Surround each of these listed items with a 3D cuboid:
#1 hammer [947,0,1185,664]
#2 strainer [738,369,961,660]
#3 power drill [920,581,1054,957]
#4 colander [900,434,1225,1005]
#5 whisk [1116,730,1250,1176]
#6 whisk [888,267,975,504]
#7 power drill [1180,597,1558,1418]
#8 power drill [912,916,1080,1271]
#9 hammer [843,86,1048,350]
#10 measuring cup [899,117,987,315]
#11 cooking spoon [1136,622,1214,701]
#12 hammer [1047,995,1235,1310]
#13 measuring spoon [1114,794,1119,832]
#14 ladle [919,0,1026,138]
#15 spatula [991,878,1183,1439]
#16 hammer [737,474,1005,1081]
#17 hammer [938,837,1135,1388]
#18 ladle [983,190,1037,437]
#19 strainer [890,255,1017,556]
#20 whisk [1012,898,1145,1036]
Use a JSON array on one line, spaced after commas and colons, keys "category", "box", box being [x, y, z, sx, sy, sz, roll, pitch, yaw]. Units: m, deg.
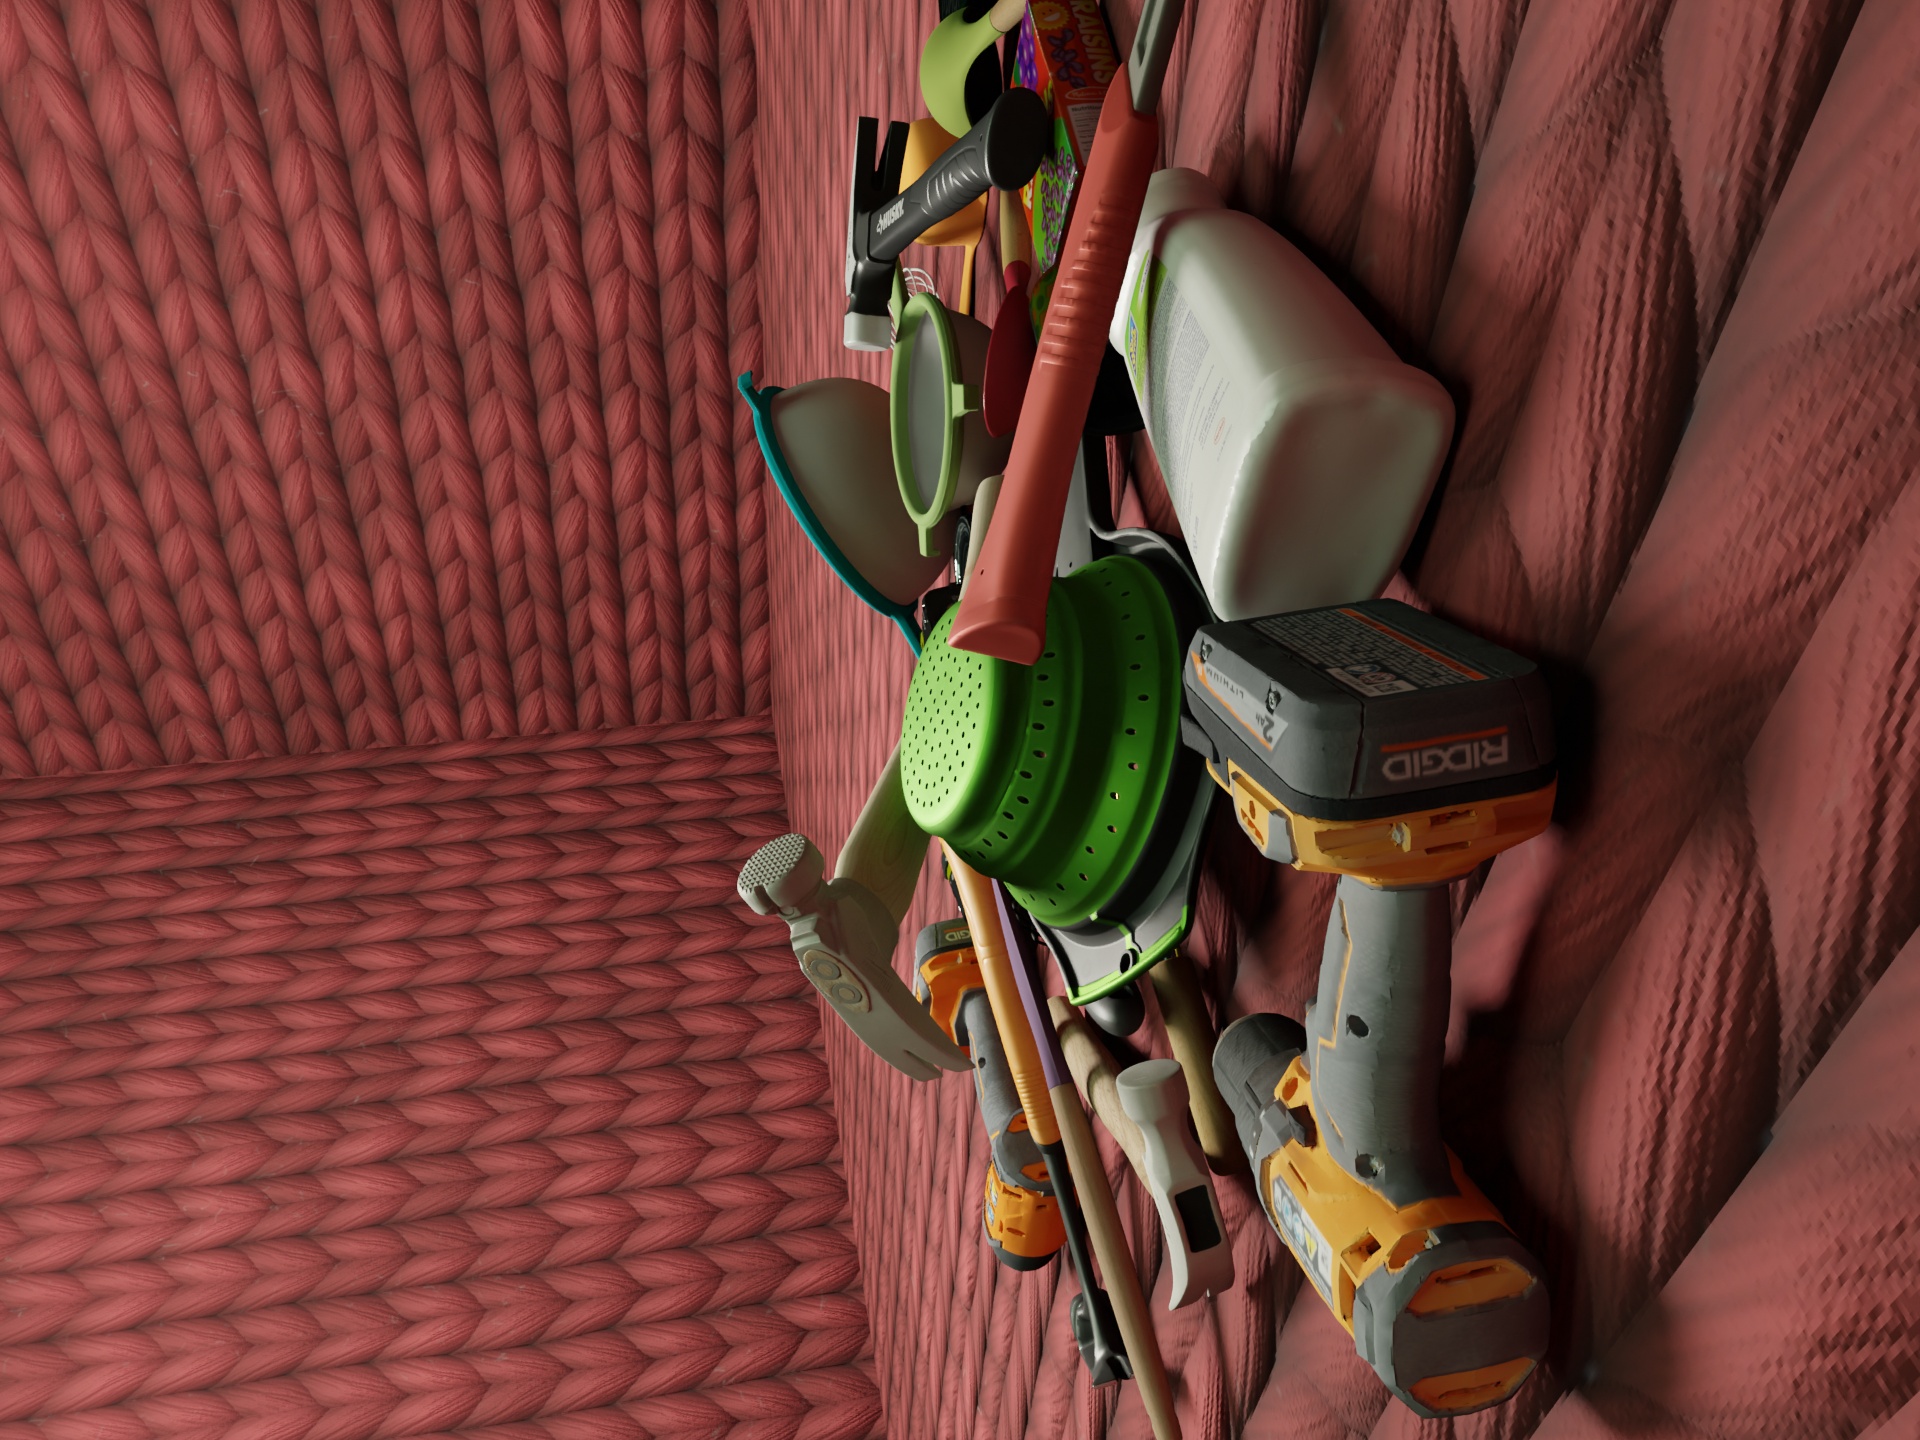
[{"category": "hammer", "box": [0.055, -0.199, 0.603, 0.149, 0.036, 0.359, -134, 57, -72]}, {"category": "strainer", "box": [-0.032, -0.135, 1.230, 0.340, 0.095, 0.211, 61, -164, 10]}, {"category": "power drill", "box": [0.020, 0.038, 1.062, 0.228, 0.080, 0.191, 93, 168, -47]}, {"category": "colander", "box": [0.031, -0.067, 0.771, 0.204, 0.094, 0.397, 132, 143, -52]}, {"category": "whisk", "box": [0.098, 0.096, 0.772, 0.051, 0.047, 0.245, 79, 176, -65]}, {"category": "whisk", "box": [-0.023, -0.263, 1.236, 0.057, 0.059, 0.247, 34, -147, -52]}, {"category": "power drill", "box": [0.124, 0.078, 0.523, 0.185, 0.084, 0.226, -123, 26, -71]}, {"category": "power drill", "box": [0.027, 0.270, 1.126, 0.164, 0.084, 0.227, 95, 162, -45]}, {"category": "hammer", "box": [-0.017, -0.307, 0.919, 0.335, 0.035, 0.146, -160, 72, -73]}, {"category": "measuring cup", "box": [-0.017, -0.342, 1.138, 0.095, 0.052, 0.173, -112, 22, -58]}, {"category": "cooking spoon", "box": [0.080, -0.055, 0.847, 0.319, 0.017, 0.068, -136, 49, -74]}, {"category": "hammer", "box": [0.084, 0.206, 0.853, 0.331, 0.031, 0.130, -150, 43, -83]}, {"category": "measuring spoon", "box": [0.081, 0.029, 0.897, 0.021, 0.011, 0.117, 127, 137, -74]}, {"category": "ladle", "box": [0.043, -0.390, 0.864, 0.320, 0.062, 0.078, -167, 76, -72]}, {"category": "spatula", "box": [0.062, 0.223, 0.856, 0.059, 0.018, 0.316, 72, 180, -67]}, {"category": "hammer", "box": [-0.001, -0.003, 0.856, 0.146, 0.038, 0.411, 54, -147, -26]}, {"category": "hammer", "box": [0.044, 0.219, 0.946, 0.127, 0.034, 0.337, 109, 145, -83]}, {"category": "ladle", "box": [0.029, -0.252, 0.860, 0.316, 0.031, 0.069, -88, -2, -48]}, {"category": "strainer", "box": [-0.007, -0.246, 1.073, 0.151, 0.069, 0.257, 107, 155, -52]}, {"category": "whisk", "box": [0.067, 0.120, 0.854, 0.239, 0.055, 0.055, -120, 26, -78]}]
